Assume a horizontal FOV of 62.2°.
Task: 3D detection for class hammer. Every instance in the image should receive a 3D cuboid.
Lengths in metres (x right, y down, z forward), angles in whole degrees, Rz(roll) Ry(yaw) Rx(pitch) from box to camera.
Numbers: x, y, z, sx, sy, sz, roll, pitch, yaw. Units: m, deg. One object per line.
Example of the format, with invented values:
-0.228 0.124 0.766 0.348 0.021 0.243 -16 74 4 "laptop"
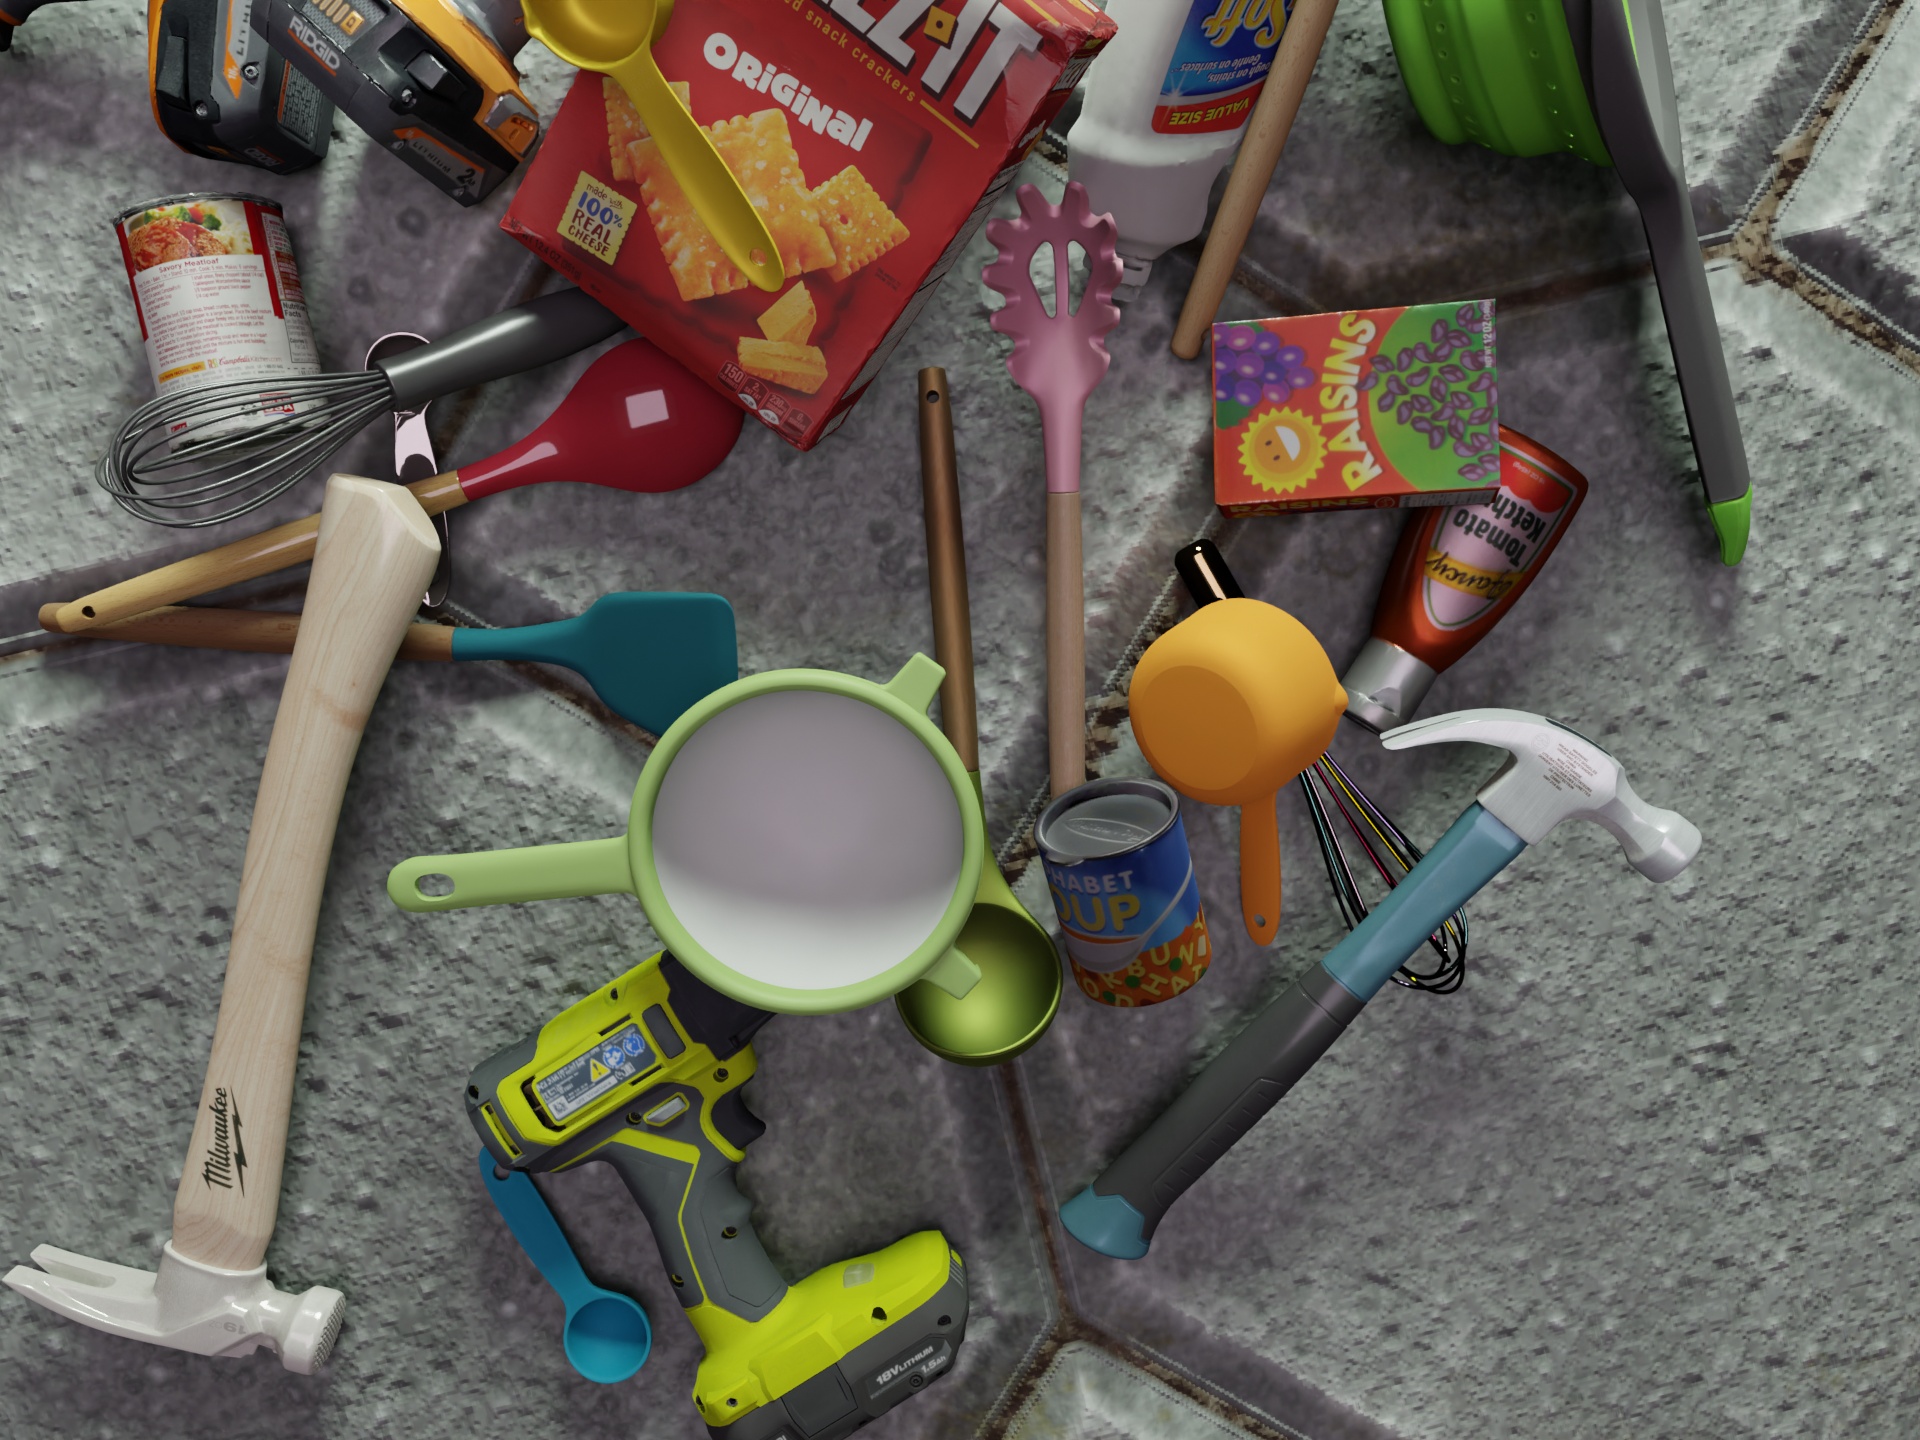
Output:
-0.313 0.091 0.706 0.146 0.038 0.410 15 100 -3 "hammer"
0.166 0.129 0.723 0.128 0.033 0.331 41 105 3 "hammer"

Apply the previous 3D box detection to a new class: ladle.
-0.246 -0.097 0.708 0.315 0.031 0.069 -20 105 -4 "ladle"
-0.001 -0.002 0.728 0.078 0.062 0.320 -4 93 3 "ladle"

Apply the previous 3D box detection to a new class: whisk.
-0.238 -0.140 0.667 0.239 0.055 0.055 -30 97 -28 "whisk"
0.171 0.022 0.746 0.051 0.047 0.245 -30 93 1 "whisk"

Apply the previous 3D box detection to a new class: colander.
0.266 -0.242 0.702 0.094 0.204 0.396 -10 115 31 "colander"

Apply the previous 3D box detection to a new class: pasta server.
0.045 -0.075 0.716 0.060 0.040 0.316 1 103 11 "pasta server"

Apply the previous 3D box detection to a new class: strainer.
-0.117 0.053 0.699 0.256 0.069 0.151 -6 102 4 "strainer"

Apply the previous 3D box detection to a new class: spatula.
-0.256 -0.033 0.715 0.317 0.044 0.082 3 116 -2 "spatula"

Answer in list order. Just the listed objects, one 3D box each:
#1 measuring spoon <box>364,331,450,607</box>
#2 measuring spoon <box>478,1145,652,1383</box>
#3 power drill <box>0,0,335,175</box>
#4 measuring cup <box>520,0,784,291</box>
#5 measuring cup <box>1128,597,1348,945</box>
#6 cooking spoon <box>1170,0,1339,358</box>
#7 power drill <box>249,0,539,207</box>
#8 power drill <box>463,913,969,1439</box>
-0.247 -0.114 0.726 0.034 0.018 0.124 -5 102 -10 "measuring spoon"
-0.190 0.256 0.761 0.042 0.021 0.128 -34 87 2 "measuring spoon"
-0.386 -0.300 0.669 0.226 0.084 0.164 11 95 0 "power drill"
-0.111 -0.239 0.619 0.062 0.029 0.156 -20 116 28 "measuring cup"
0.123 0.034 0.724 0.095 0.052 0.173 8 114 38 "measuring cup"
0.147 -0.294 0.651 0.017 0.069 0.318 37 128 23 "cooking spoon"
-0.173 -0.330 0.626 0.084 0.185 0.226 43 94 3 "power drill"
-0.097 0.211 0.731 0.171 0.080 0.223 -32 93 0 "power drill"
